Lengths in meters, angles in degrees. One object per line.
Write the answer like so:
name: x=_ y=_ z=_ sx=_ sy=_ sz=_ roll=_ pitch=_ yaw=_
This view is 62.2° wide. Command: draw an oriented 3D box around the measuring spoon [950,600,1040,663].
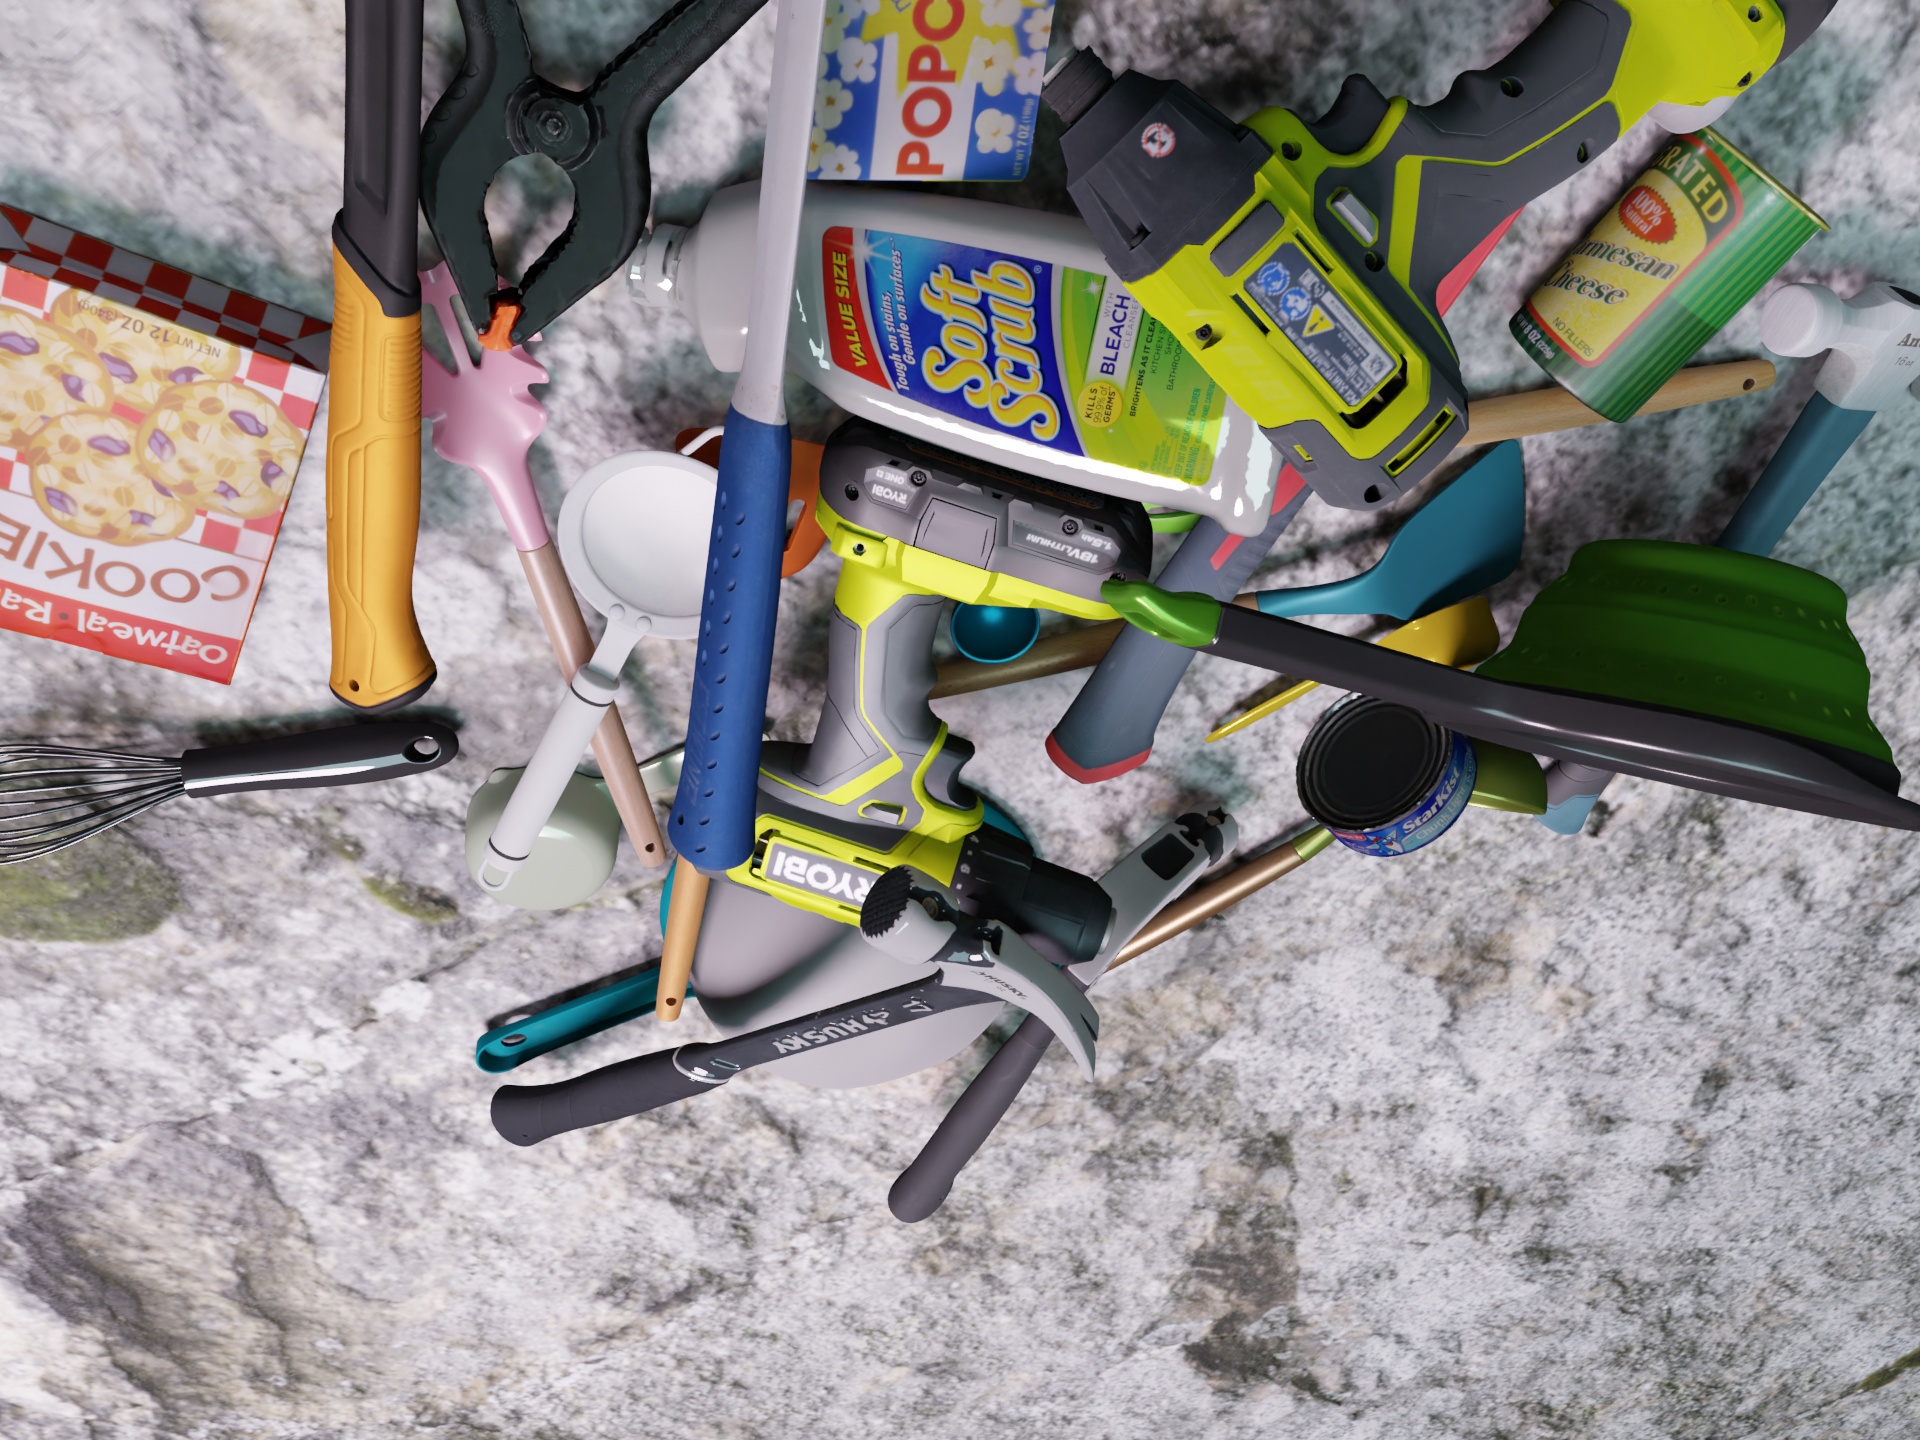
measuring spoon: x=0.020 y=-0.085 z=0.721 sx=0.042 sy=0.021 sz=0.128 roll=2 pitch=123 yaw=-8

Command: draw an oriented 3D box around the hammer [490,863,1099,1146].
hammer: x=-0.110 y=0.167 z=0.788 sx=0.409 sy=0.036 sz=0.149 roll=-24 pitch=132 yaw=40

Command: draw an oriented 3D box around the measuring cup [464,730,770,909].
measuring cup: x=-0.169 y=0.047 z=0.787 sx=0.167 sy=0.038 sz=0.083 roll=-21 pitch=132 yaw=12

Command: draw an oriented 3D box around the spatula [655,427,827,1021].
spatula: x=-0.114 y=0.014 z=0.741 sx=0.081 sy=0.041 sz=0.322 roll=7 pitch=116 yaw=-14

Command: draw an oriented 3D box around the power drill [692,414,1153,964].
power drill: x=-0.001 y=-0.002 z=0.675 sx=0.190 sy=0.080 sz=0.228 roll=18 pitch=118 yaw=-1

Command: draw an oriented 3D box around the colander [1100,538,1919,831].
colander: x=0.241 y=-0.039 z=0.656 sx=0.396 sy=0.205 sz=0.094 roll=13 pitch=91 yaw=-24

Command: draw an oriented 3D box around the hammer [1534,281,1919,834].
hammer: x=0.365 y=-0.061 z=0.778 sx=0.128 sy=0.033 sz=0.330 roll=-2 pitch=136 yaw=-21

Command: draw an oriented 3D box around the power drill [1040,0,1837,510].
power drill: x=0.148 y=-0.202 z=0.503 sx=0.223 sy=0.080 sz=0.171 roll=-45 pitch=104 yaw=3

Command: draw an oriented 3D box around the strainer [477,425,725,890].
strainer: x=-0.152 y=-0.023 z=0.672 sx=0.086 sy=0.050 sz=0.258 roll=27 pitch=115 yaw=-15

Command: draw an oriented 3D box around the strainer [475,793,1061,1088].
strainer: x=-0.113 y=0.155 z=0.858 sx=0.340 sy=0.095 sz=0.210 roll=-21 pitch=132 yaw=8

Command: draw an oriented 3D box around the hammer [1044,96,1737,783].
hammer: x=0.135 y=-0.131 z=0.646 sx=0.143 sy=0.038 sz=0.386 roll=22 pitch=117 yaw=-24

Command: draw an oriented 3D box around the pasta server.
pasta server: x=-0.173 y=-0.050 z=0.682 sx=0.060 sy=0.040 sz=0.316 roll=-21 pitch=129 yaw=-12

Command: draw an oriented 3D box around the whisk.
whisk: x=-0.354 y=0.028 z=0.735 sx=0.239 sy=0.055 sz=0.055 roll=-8 pitch=133 yaw=-8

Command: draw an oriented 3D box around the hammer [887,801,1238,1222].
hammer: x=0.034 y=0.185 z=0.891 sx=0.146 sy=0.035 sz=0.334 roll=-29 pitch=155 yaw=-50

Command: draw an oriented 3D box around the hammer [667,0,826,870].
hammer: x=-0.065 y=-0.113 z=0.542 sx=0.035 sy=0.144 sz=0.405 roll=-18 pitch=133 yaw=-37

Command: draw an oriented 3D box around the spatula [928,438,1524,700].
spatula: x=0.115 y=-0.054 z=0.759 sx=0.317 sy=0.044 sz=0.082 roll=-13 pitch=135 yaw=8

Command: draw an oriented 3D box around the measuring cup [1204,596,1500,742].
measuring cup: x=0.193 y=-0.014 z=0.790 sx=0.156 sy=0.029 sz=0.062 roll=-29 pitch=167 yaw=25

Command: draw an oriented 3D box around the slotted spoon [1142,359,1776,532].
slotted spoon: x=0.208 y=-0.130 z=0.702 sx=0.313 sy=0.031 sz=0.070 roll=-10 pitch=127 yaw=-3

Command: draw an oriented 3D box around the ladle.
ladle: x=0.171 y=0.095 z=0.883 sx=0.320 sy=0.062 sz=0.078 roll=-33 pitch=154 yaw=23

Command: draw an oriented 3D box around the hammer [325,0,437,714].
hammer: x=-0.210 y=-0.139 z=0.551 sx=0.127 sy=0.034 sz=0.336 roll=22 pitch=129 yaw=6
